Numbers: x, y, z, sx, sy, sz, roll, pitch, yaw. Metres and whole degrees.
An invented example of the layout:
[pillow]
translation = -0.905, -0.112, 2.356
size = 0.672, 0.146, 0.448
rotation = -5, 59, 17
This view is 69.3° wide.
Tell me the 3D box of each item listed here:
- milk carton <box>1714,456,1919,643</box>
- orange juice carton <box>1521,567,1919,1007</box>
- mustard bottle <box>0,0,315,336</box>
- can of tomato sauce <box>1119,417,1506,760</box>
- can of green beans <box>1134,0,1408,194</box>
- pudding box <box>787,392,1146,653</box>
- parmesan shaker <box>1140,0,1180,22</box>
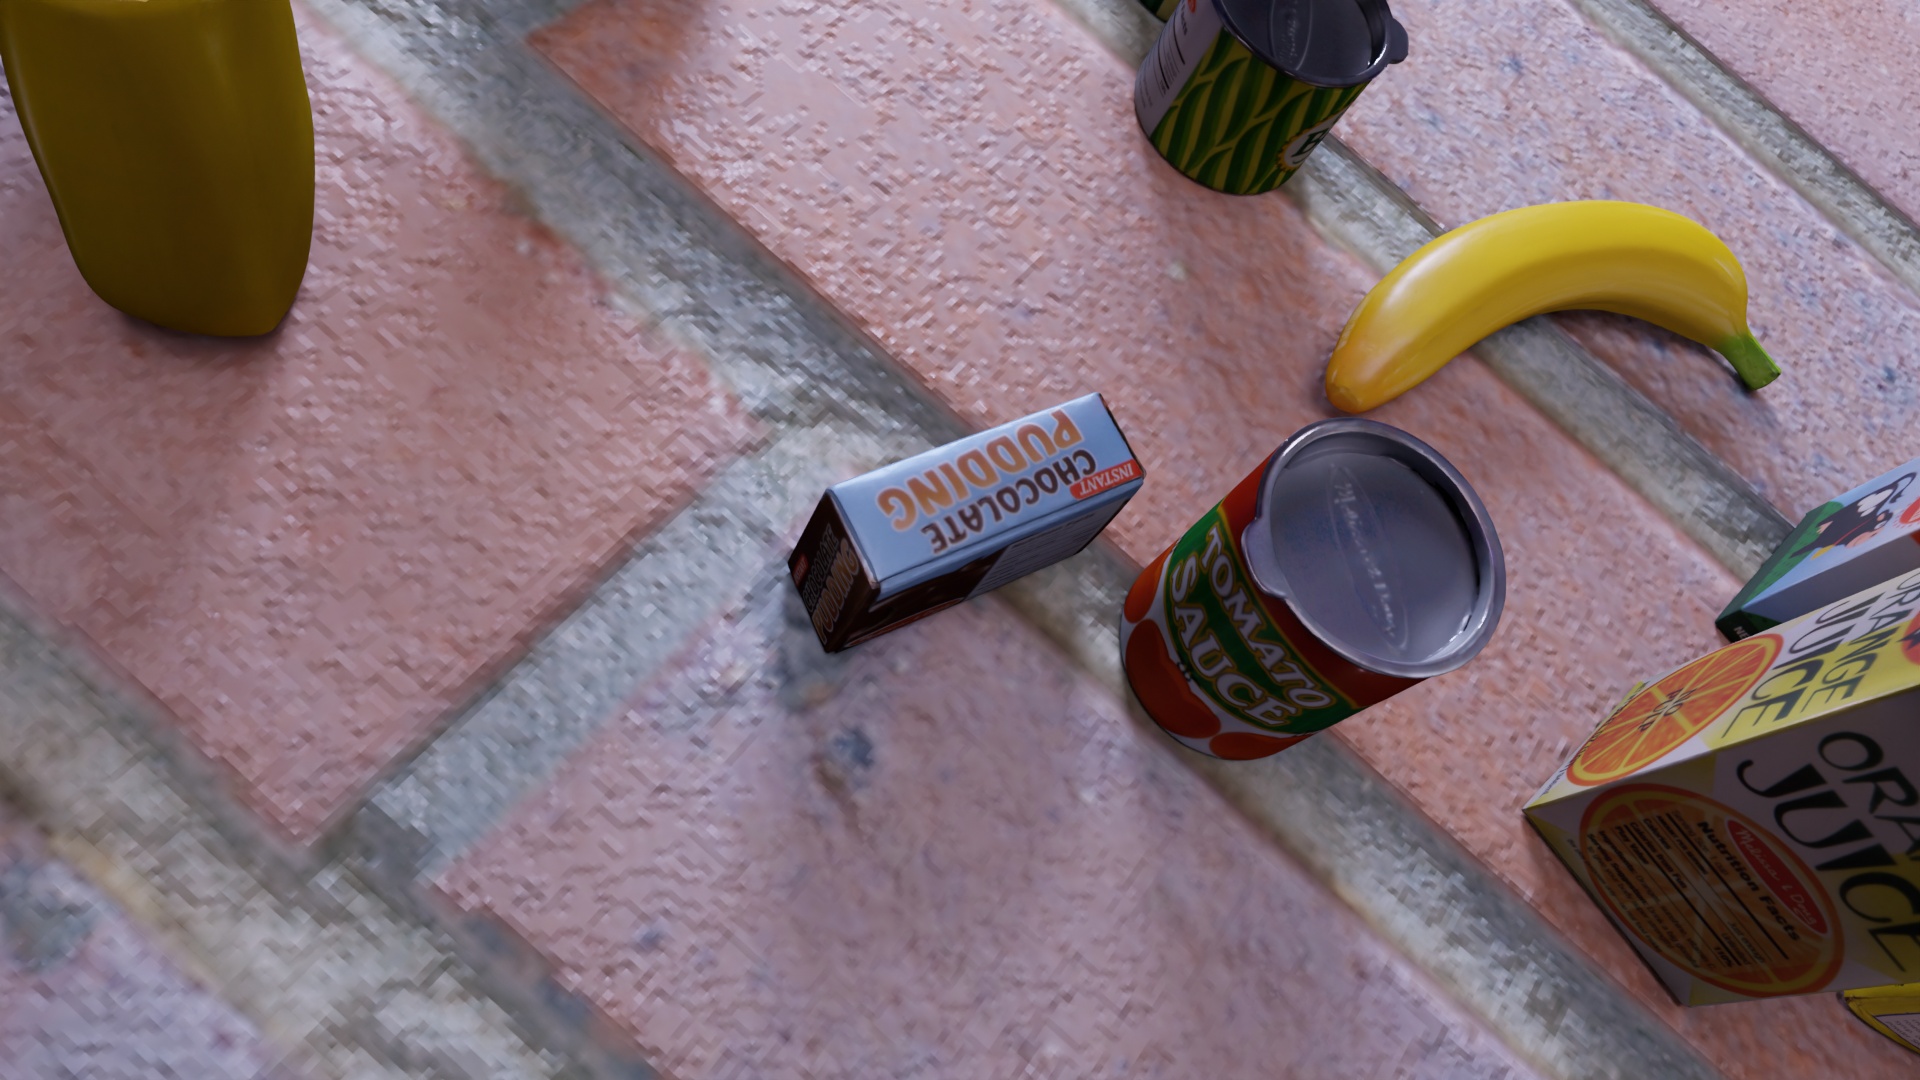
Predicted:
[milk carton]
translation = 0.323, -0.002, 0.389
size = 0.074, 0.189, 0.072
rotation = -36, 82, -28
[orange juice carton]
translation = 0.238, 0.053, 0.334
size = 0.072, 0.191, 0.073
rotation = -34, 81, -28
[mustard bottle]
translation = -0.165, -0.103, 0.284
size = 0.049, 0.159, 0.065
rotation = 5, 66, -17
[can of tomato sauce]
translation = 0.086, 0.017, 0.361
size = 0.071, 0.082, 0.071
rotation = 7, 65, -16
[can of green beans]
translation = 0.098, -0.157, 0.457
size = 0.071, 0.057, 0.071
rotation = 7, 65, -16
[pudding box]
translation = 0.001, -0.005, 0.360
size = 0.084, 0.049, 0.030
rotation = -22, 76, -26
[parmesan shaker]
translation = 0.098, -0.228, 0.463
size = 0.071, 0.102, 0.071
rotation = 7, 65, -16
